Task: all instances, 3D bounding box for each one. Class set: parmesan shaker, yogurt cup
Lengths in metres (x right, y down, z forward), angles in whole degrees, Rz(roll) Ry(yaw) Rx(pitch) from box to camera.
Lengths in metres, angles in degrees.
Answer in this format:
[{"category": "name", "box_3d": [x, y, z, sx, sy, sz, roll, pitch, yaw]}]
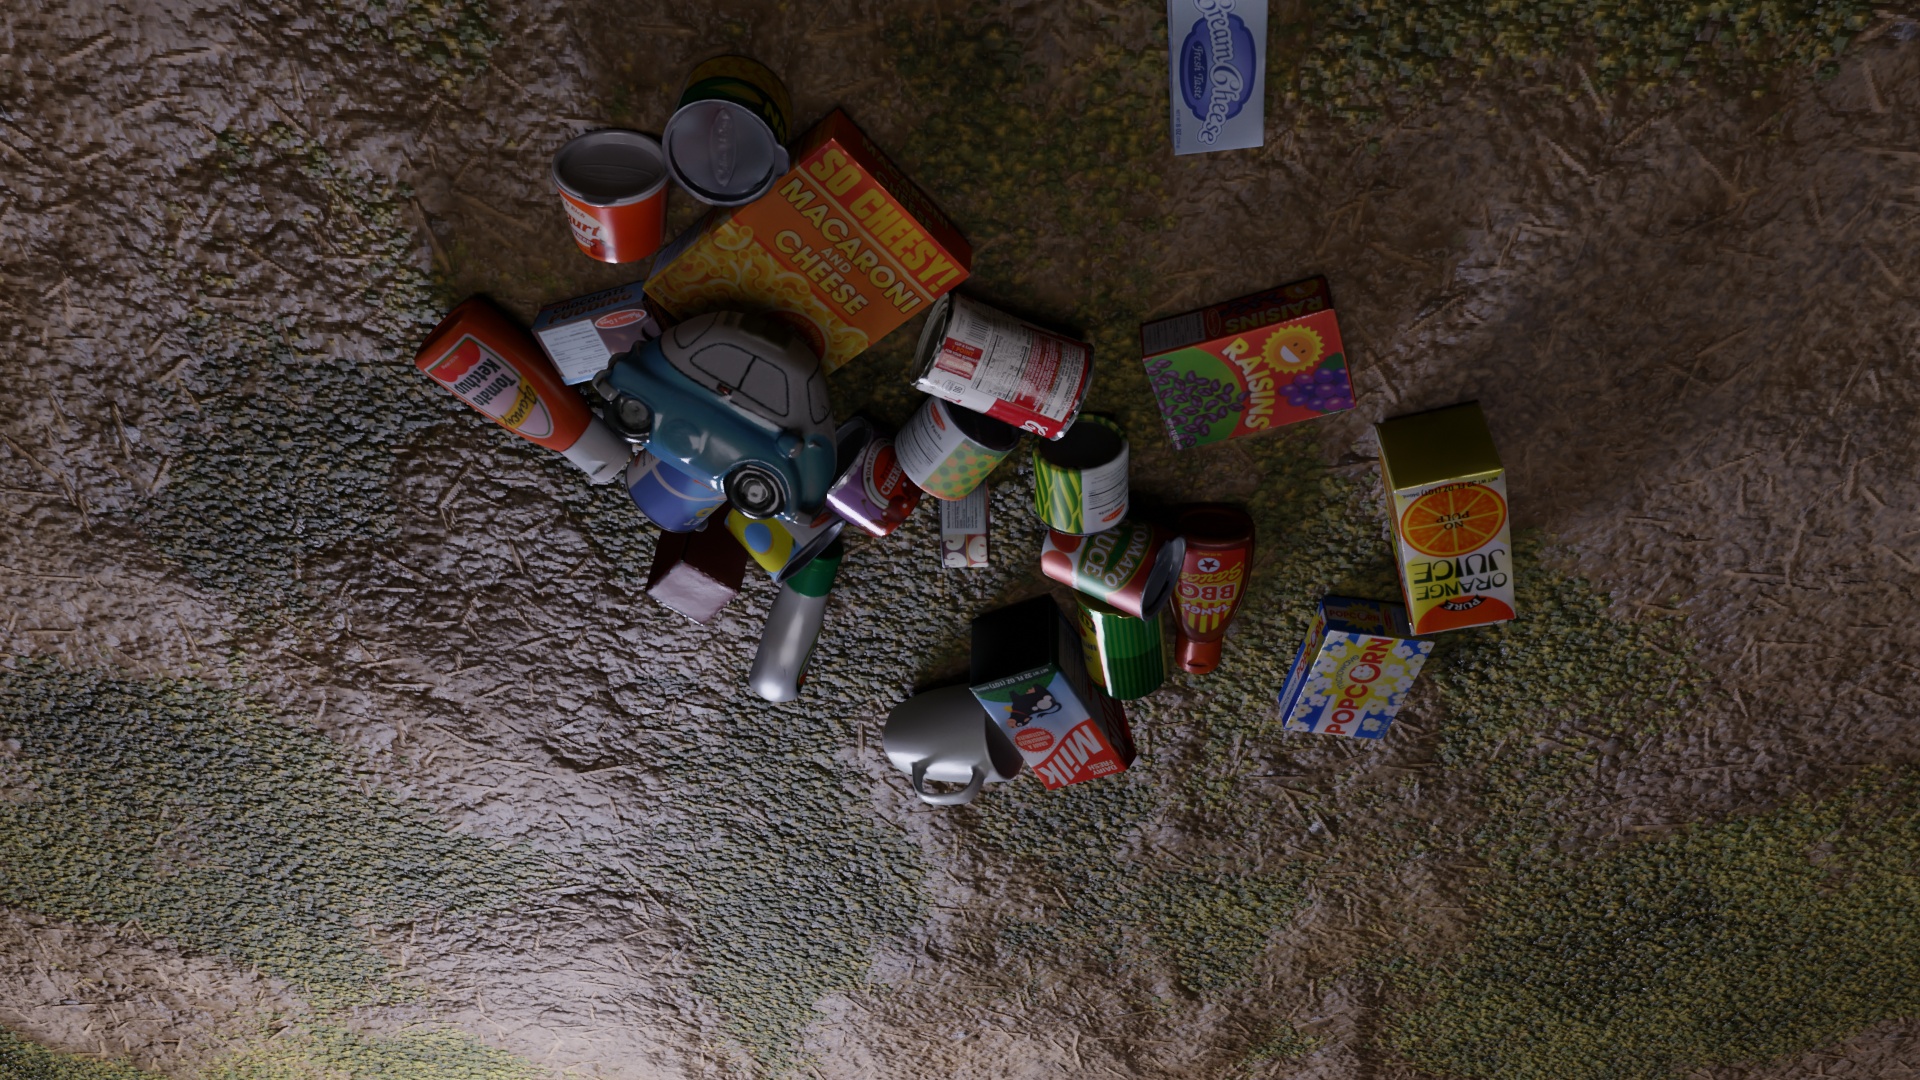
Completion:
[{"category": "parmesan shaker", "box_3d": [0.124, 0.068, 1.061, 0.071, 0.072, 0.102, -5, 133, 8]}, {"category": "yogurt cup", "box_3d": [-0.205, -0.203, 0.825, 0.072, 0.073, 0.053, 5, 142, -2]}]

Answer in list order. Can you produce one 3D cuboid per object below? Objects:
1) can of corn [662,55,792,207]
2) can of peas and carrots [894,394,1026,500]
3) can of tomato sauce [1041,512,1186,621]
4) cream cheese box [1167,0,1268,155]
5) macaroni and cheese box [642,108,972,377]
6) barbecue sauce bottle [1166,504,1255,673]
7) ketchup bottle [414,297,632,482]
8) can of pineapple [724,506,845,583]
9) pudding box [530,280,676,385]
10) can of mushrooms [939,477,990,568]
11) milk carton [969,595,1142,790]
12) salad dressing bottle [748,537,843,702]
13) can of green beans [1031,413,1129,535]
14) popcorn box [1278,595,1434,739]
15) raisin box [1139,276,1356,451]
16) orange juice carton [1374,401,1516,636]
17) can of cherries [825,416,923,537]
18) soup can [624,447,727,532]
[{"category": "can of corn", "box_3d": [-0.129, -0.234, 0.794, 0.071, 0.058, 0.070, 1, 134, 2]}, {"category": "can of peas and carrots", "box_3d": [0.000, -0.069, 0.942, 0.071, 0.071, 0.058, 28, 130, -22]}, {"category": "can of tomato sauce", "box_3d": [0.108, 0.010, 0.988, 0.083, 0.071, 0.070, 24, 140, 25]}, {"category": "cream cheese box", "box_3d": [0.143, -0.268, 0.772, 0.053, 0.024, 0.103, -5, 134, 6]}, {"category": "macaroni and cheese box", "box_3d": [-0.095, -0.171, 0.865, 0.166, 0.040, 0.123, -30, 126, 29]}, {"category": "barbecue sauce bottle", "box_3d": [0.184, 0.040, 1.051, 0.065, 0.044, 0.147, 3, 134, 7]}, {"category": "ketchup bottle", "box_3d": [-0.291, -0.097, 0.944, 0.064, 0.044, 0.148, -30, 126, 28]}, {"category": "can of pineapple", "box_3d": [-0.126, -0.011, 0.989, 0.058, 0.071, 0.070, 47, 126, 5]}, {"category": "pudding box", "box_3d": [-0.231, -0.136, 0.913, 0.083, 0.030, 0.049, -12, 131, 13]}, {"category": "can of mushrooms", "box_3d": [0.004, -0.012, 0.995, 0.033, 0.071, 0.070, -2, 134, 4]}, {"category": "milk carton", "box_3d": [0.081, 0.138, 1.130, 0.072, 0.074, 0.190, -20, 130, 20]}, {"category": "salad dressing bottle", "box_3d": [-0.127, 0.059, 1.076, 0.044, 0.064, 0.146, 18, 125, -6]}, {"category": "can of green beans", "box_3d": [0.083, -0.046, 0.958, 0.071, 0.071, 0.057, -2, 133, 5]}, {"category": "popcorn box", "box_3d": [0.313, 0.104, 1.109, 0.085, 0.038, 0.126, 7, 134, -3]}, {"category": "raisin box", "box_3d": [0.188, -0.114, 0.908, 0.123, 0.040, 0.085, -13, 131, 17]}, {"category": "orange juice carton", "box_3d": [0.346, 0.001, 0.986, 0.072, 0.073, 0.191, -12, 132, 14]}, {"category": "can of cherries", "box_3d": [-0.064, -0.044, 0.965, 0.058, 0.072, 0.071, 35, 126, -27]}, {"category": "soup can", "box_3d": [-0.179, -0.053, 0.964, 0.071, 0.072, 0.083, 36, 125, -27]}]
